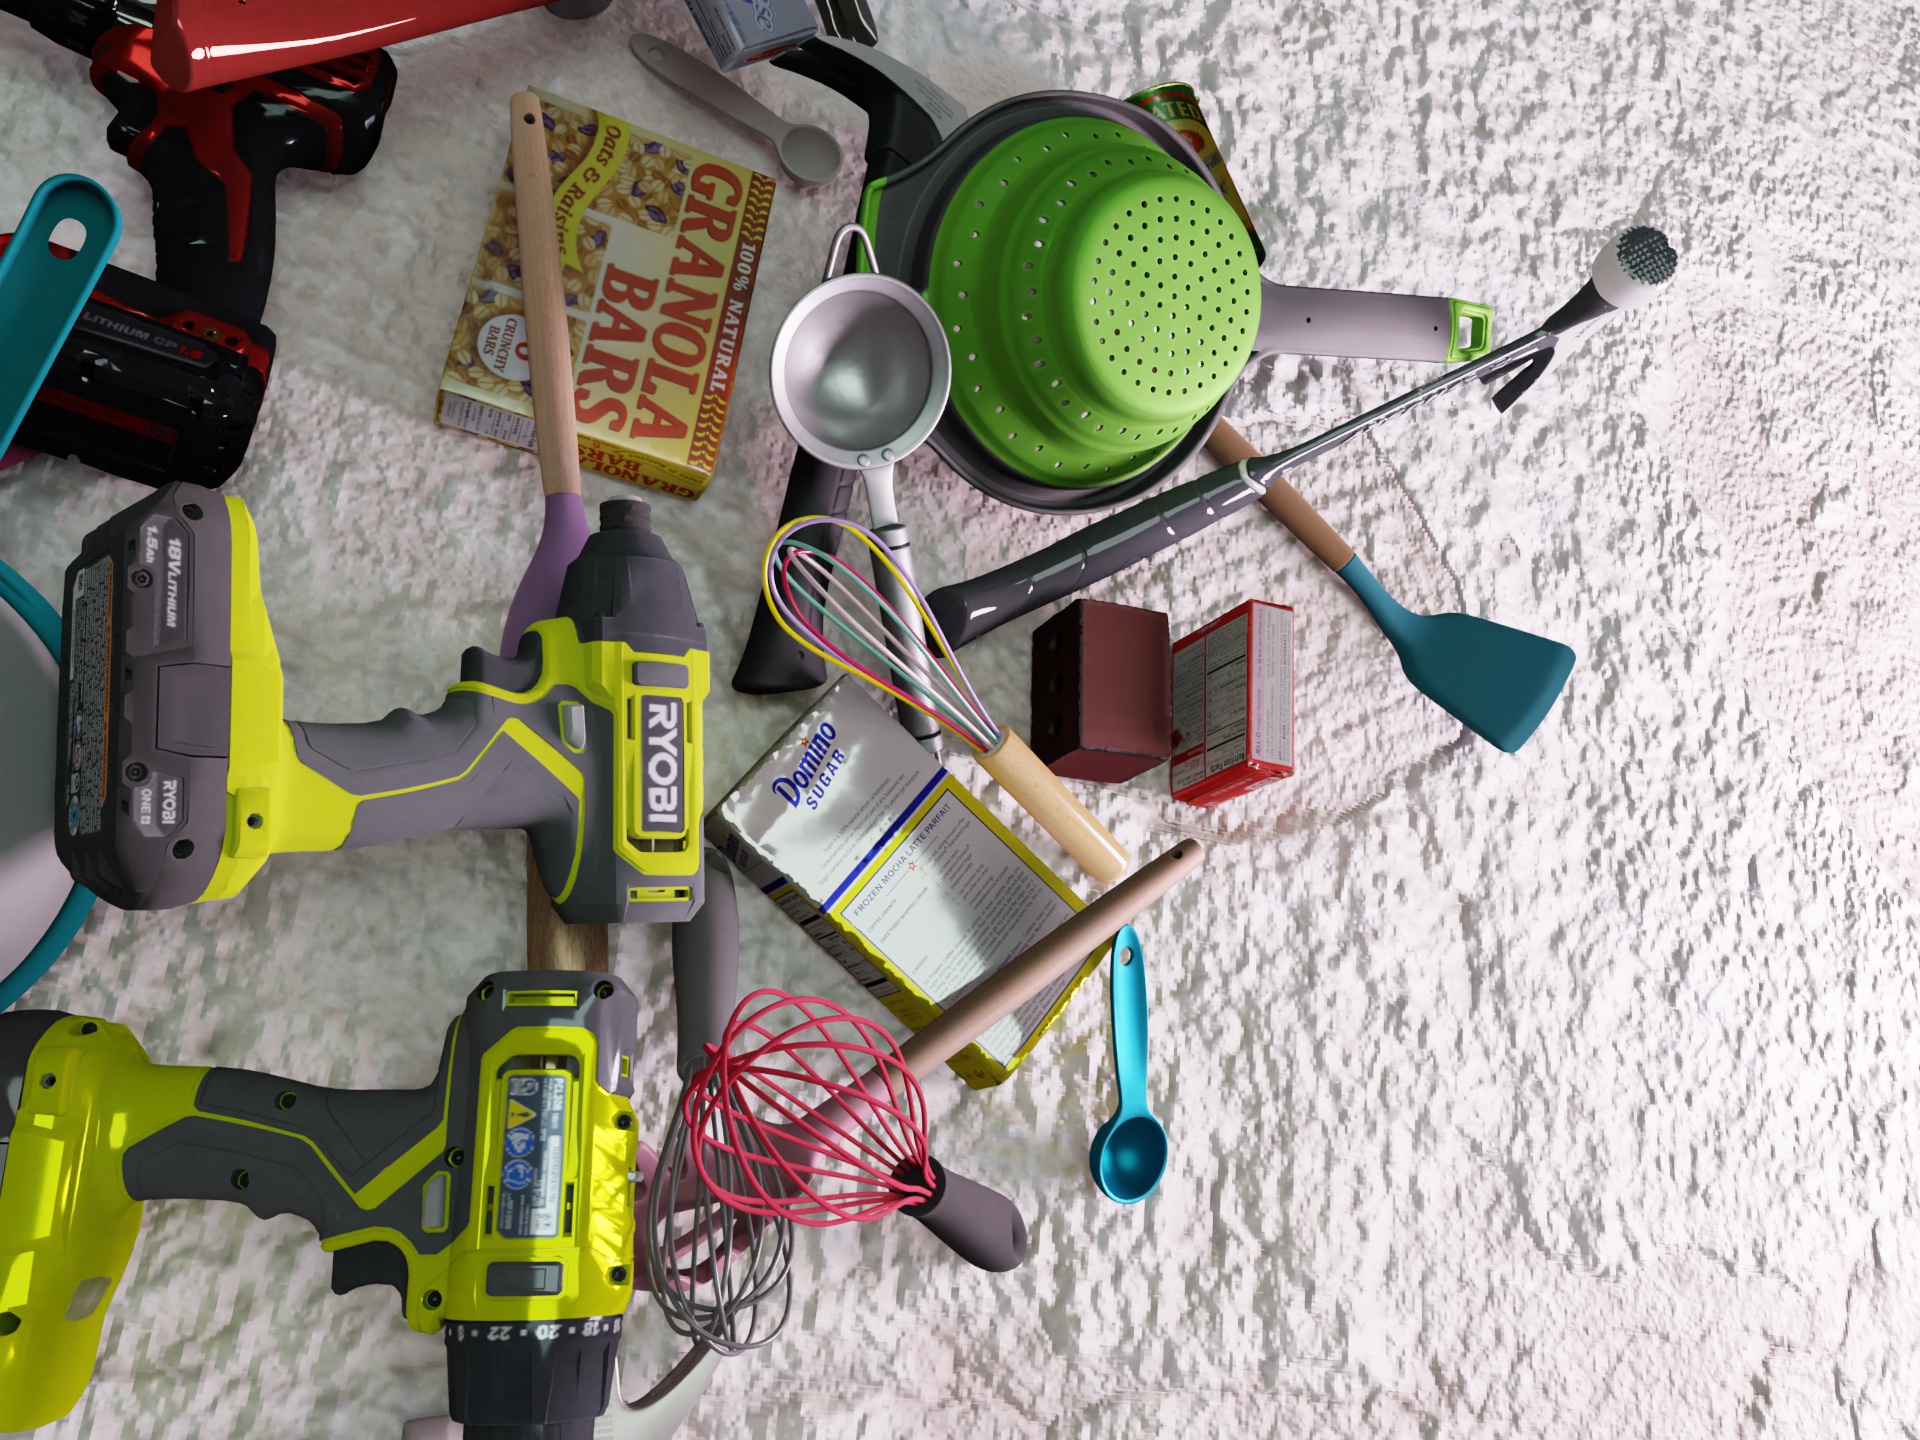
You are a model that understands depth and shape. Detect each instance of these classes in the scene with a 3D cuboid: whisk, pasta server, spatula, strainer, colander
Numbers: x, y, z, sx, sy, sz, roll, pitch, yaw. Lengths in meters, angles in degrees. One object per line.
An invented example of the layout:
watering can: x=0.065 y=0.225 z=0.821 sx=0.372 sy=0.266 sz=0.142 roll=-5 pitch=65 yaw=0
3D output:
whisk: x=-0.094 y=0.133 z=0.610 sx=0.055 sy=0.055 sz=0.239 roll=13 pitch=35 yaw=-20
whisk: x=-0.022 y=0.166 z=0.587 sx=0.073 sy=0.295 sz=0.073 roll=-9 pitch=60 yaw=16
pasta server: x=-0.012 y=0.131 z=0.660 sx=0.316 sy=0.040 sz=0.060 roll=-33 pitch=54 yaw=-25
spatula: x=-0.175 y=-0.120 z=0.680 sx=0.059 sy=0.018 sz=0.316 roll=-3 pitch=81 yaw=-24
whisk: x=-0.003 y=-0.001 z=0.720 sx=0.244 sy=0.051 sz=0.047 roll=45 pitch=52 yaw=-28
strainer: x=-0.362 y=-0.030 z=0.510 sx=0.210 sy=0.095 sz=0.340 roll=27 pitch=86 yaw=-23
spatula: x=0.199 y=-0.109 z=0.871 sx=0.317 sy=0.044 sz=0.082 roll=43 pitch=67 yaw=-5
colander: x=0.145 y=-0.204 z=0.792 sx=0.397 sy=0.095 sz=0.204 roll=-5 pitch=102 yaw=-28
strainer: x=-0.037 y=-0.091 z=0.727 sx=0.087 sy=0.050 sz=0.258 roll=-15 pitch=105 yaw=-21

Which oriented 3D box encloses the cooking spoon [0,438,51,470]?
cooking spoon: x=-0.417 y=-0.056 z=0.599 sx=0.068 sy=0.017 sz=0.319 roll=32 pitch=64 yaw=-19

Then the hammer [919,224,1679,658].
hammer: x=0.161 y=-0.130 z=0.805 sx=0.409 sy=0.149 sz=0.036 roll=-26 pitch=82 yaw=-12

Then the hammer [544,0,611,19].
hammer: x=-0.360 y=-0.385 z=0.714 sx=0.386 sy=0.038 sz=0.143 roll=-13 pitch=79 yaw=-26

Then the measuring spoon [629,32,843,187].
measuring spoon: x=-0.116 y=-0.311 z=0.814 sx=0.124 sy=0.018 sz=0.034 roll=33 pitch=64 yaw=-4

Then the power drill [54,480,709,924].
power drill: x=-0.195 y=-0.010 z=0.581 sx=0.223 sy=0.080 sz=0.171 roll=4 pitch=81 yaw=-42

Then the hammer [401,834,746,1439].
hammer: x=-0.157 y=0.132 z=0.648 sx=0.130 sy=0.031 sz=0.331 roll=2 pitch=73 yaw=-23

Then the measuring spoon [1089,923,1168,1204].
measuring spoon: x=0.073 y=0.156 z=0.731 sx=0.042 sy=0.021 sz=0.128 roll=-3 pitch=93 yaw=-35

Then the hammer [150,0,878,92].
hammer: x=-0.190 y=-0.335 z=0.723 sx=0.359 sy=0.037 sz=0.149 roll=-38 pitch=105 yaw=-39

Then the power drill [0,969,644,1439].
power drill: x=-0.225 y=0.183 z=0.541 sx=0.228 sy=0.080 sz=0.191 roll=1 pitch=73 yaw=-6

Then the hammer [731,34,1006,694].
hammer: x=-0.058 y=-0.168 z=0.763 sx=0.146 sy=0.035 sz=0.335 roll=27 pitch=68 yaw=-41

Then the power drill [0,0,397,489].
power drill: x=-0.345 y=-0.223 z=0.639 sx=0.187 sy=0.080 sz=0.227 roll=18 pitch=62 yaw=-26
